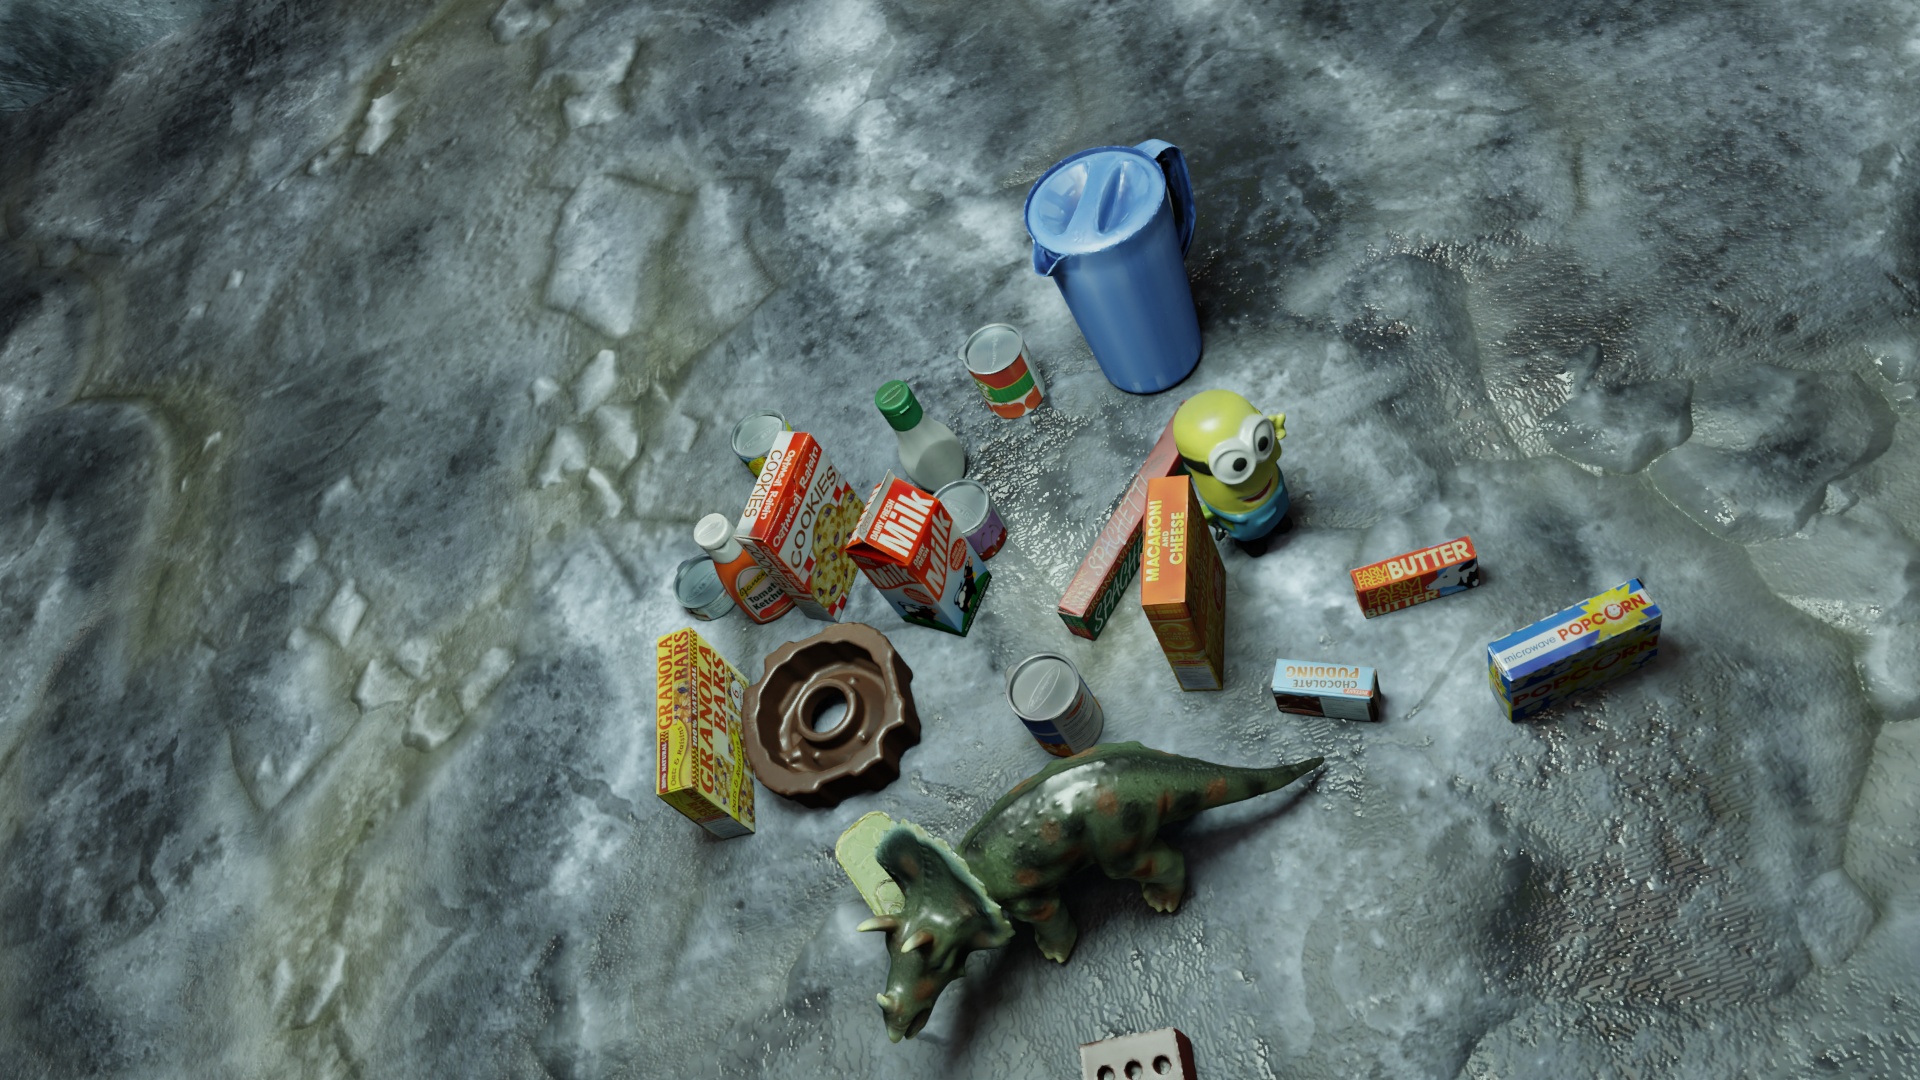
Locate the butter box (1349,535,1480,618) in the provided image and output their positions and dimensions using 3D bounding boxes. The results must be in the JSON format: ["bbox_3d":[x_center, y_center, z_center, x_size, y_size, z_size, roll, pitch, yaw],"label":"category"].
[{"bbox_3d":[0.389,0.032,1.189,0.103,0.053,0.024,-18,54,12],"label":"butter box"}]

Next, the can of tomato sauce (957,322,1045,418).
[{"bbox_3d":[0.044,-0.176,1.450,0.071,0.082,0.071,-11,56,17],"label":"can of tomato sauce"}]

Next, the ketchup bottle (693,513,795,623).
[{"bbox_3d":[-0.216,0.026,1.388,0.065,0.148,0.044,-36,52,-2],"label":"ketchup bottle"}]

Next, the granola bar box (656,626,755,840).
[{"bbox_3d":[-0.241,0.183,1.312,0.039,0.123,0.166,-17,54,12],"label":"granola bar box"}]

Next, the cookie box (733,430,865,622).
[{"bbox_3d":[-0.149,-0.012,1.372,0.040,0.167,0.123,6,62,26],"label":"cookie box"}]

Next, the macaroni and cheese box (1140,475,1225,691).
[{"bbox_3d":[0.193,0.040,1.195,0.040,0.166,0.124,-5,58,20],"label":"macaroni and cheese box"}]

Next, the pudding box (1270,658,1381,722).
[{"bbox_3d":[0.307,0.126,1.165,0.083,0.049,0.030,3,61,25],"label":"pudding box"}]

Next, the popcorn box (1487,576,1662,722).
[{"bbox_3d":[0.482,0.088,1.093,0.126,0.085,0.038,-26,53,6],"label":"popcorn box"}]

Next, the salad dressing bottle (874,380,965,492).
[{"bbox_3d":[-0.041,-0.105,1.399,0.064,0.147,0.044,-40,53,-4],"label":"salad dressing bottle"}]

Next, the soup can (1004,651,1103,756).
[{"bbox_3d":[0.082,0.144,1.227,0.071,0.083,0.072,-11,56,17],"label":"soup can"}]

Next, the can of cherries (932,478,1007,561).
[{"bbox_3d":[0.005,-0.017,1.379,0.071,0.058,0.072,-11,56,17],"label":"can of cherries"}]

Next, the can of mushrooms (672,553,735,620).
[{"bbox_3d":[-0.269,0.048,1.468,0.071,0.033,0.071,-11,56,16],"label":"can of mushrooms"}]

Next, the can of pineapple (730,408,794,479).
[{"bbox_3d":[-0.210,-0.101,1.524,0.071,0.057,0.071,-11,56,17],"label":"can of pineapple"}]

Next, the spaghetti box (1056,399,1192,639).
[{"bbox_3d":[0.169,-0.020,1.317,0.029,0.050,0.251,21,69,32],"label":"spaghetti box"}]

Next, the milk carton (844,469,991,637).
[{"bbox_3d":[-0.044,0.012,1.298,0.073,0.190,0.072,12,65,29],"label":"milk carton"}]
